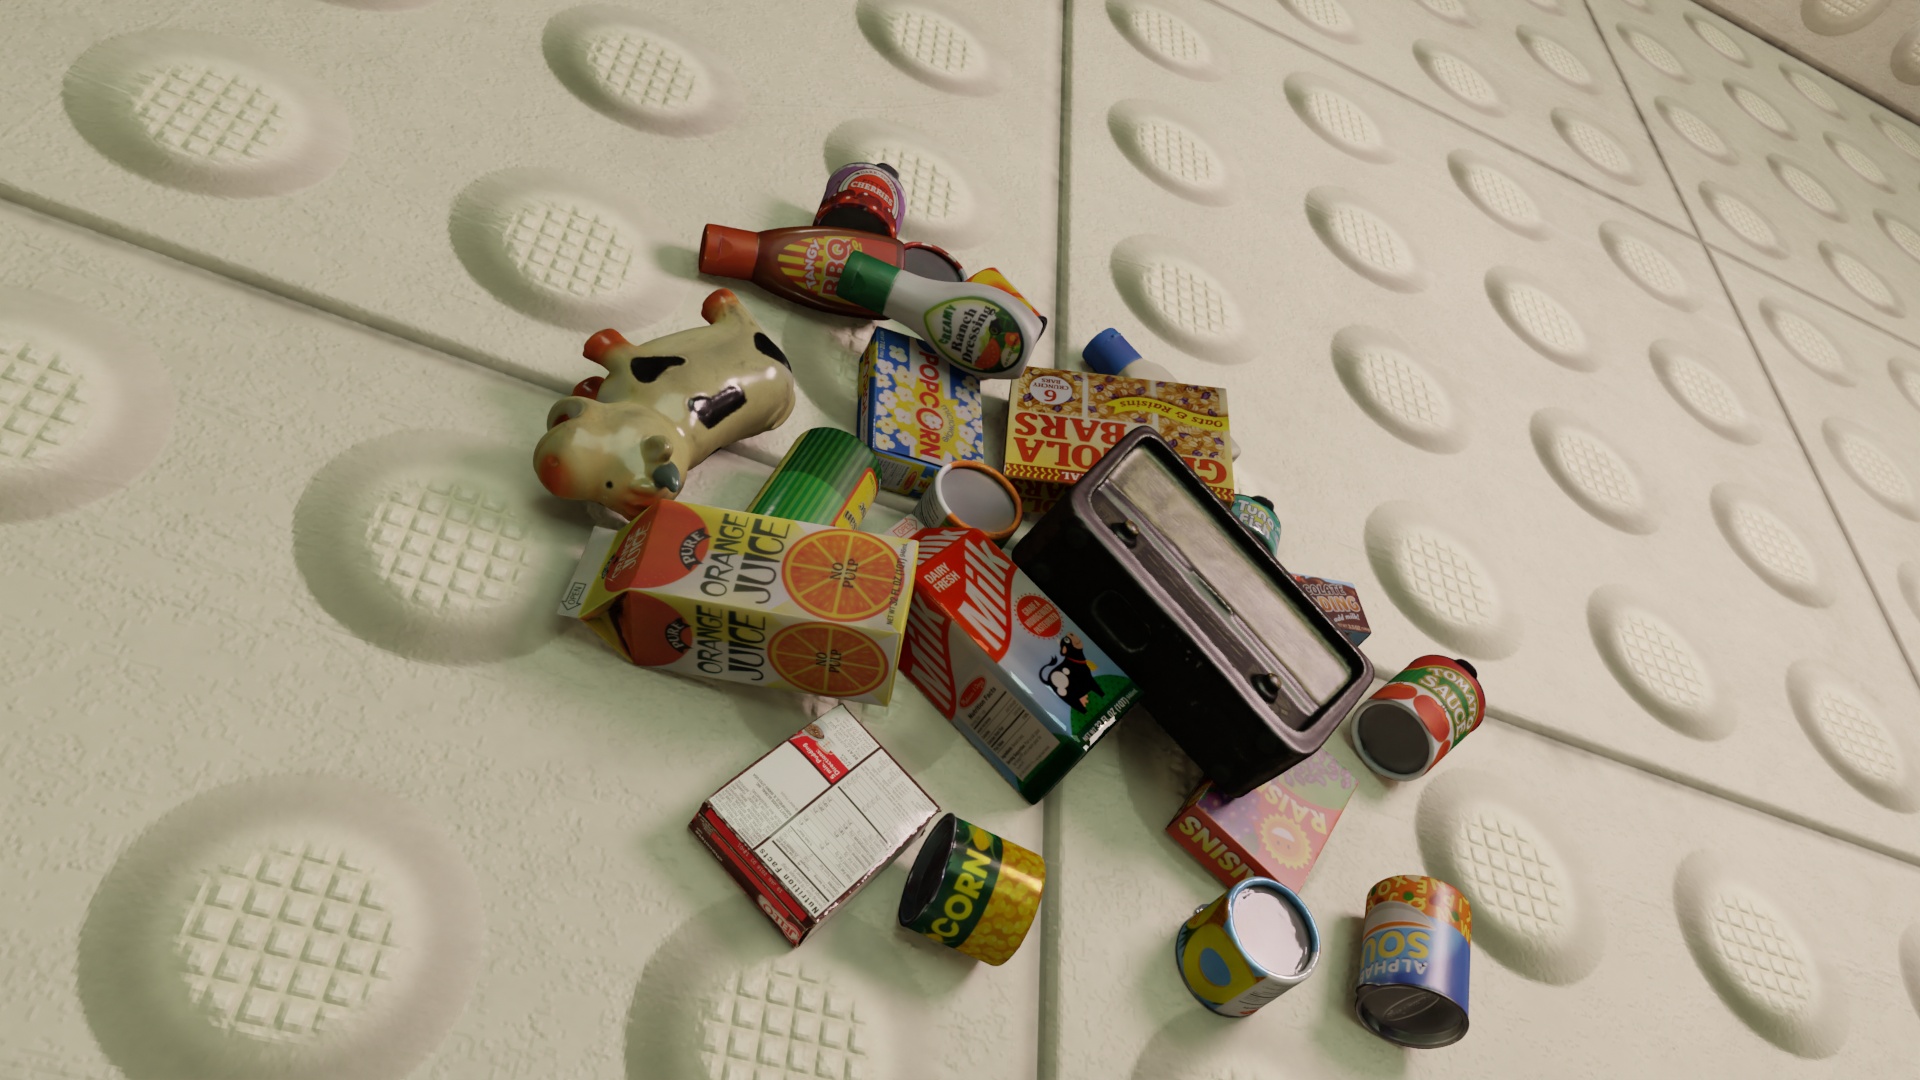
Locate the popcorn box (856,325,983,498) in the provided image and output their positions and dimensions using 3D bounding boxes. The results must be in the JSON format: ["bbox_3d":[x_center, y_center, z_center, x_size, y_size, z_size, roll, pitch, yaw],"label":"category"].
[{"bbox_3d":[-0.029,-0.089,1.001,0.085,0.038,0.127,15,48,-19],"label":"popcorn box"}]

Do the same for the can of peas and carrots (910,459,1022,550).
[{"bbox_3d":[0.003,-0.012,0.941,0.071,0.058,0.071,16,48,-19],"label":"can of peas and carrots"}]

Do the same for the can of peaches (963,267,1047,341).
[{"bbox_3d":[0.023,-0.168,1.080,0.058,0.071,0.071,48,46,13],"label":"can of peaches"}]

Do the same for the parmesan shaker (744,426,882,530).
[{"bbox_3d":[-0.096,-0.019,0.878,0.071,0.071,0.103,31,44,-4],"label":"parmesan shaker"}]

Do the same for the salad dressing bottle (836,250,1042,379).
[{"bbox_3d":[-0.016,-0.165,1.005,0.148,0.064,0.044,23,23,0],"label":"salad dressing bottle"}]

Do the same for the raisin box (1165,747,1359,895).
[{"bbox_3d":[0.200,0.174,0.915,0.086,0.040,0.124,42,43,6],"label":"raisin box"}]

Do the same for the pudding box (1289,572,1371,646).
[{"bbox_3d":[0.268,0.054,1.063,0.084,0.030,0.050,10,49,-24],"label":"pudding box"}]

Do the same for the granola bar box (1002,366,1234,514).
[{"bbox_3d":[0.115,-0.069,1.033,0.166,0.038,0.125,6,47,-1],"label":"granola bar box"}]

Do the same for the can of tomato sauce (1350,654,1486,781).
[{"bbox_3d":[0.335,0.128,1.012,0.083,0.070,0.071,-25,69,-41],"label":"can of tomato sauce"}]

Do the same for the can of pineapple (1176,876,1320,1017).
[{"bbox_3d":[0.170,0.240,0.828,0.071,0.057,0.071,16,47,-18],"label":"can of pineapple"}]

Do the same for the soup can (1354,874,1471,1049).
[{"bbox_3d":[0.283,0.261,0.871,0.071,0.071,0.084,30,44,-6],"label":"soup can"}]

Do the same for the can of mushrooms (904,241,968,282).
[{"bbox_3d":[-0.031,-0.204,1.101,0.071,0.033,0.071,16,48,-19],"label":"can of mushrooms"}]

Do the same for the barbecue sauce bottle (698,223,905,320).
[{"bbox_3d":[-0.118,-0.205,1.035,0.149,0.043,0.065,7,93,-18],"label":"barbecue sauce bottle"}]

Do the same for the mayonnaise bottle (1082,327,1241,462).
[{"bbox_3d":[0.159,-0.110,1.130,0.065,0.041,0.148,-24,67,-43],"label":"mayonnaise bottle"}]

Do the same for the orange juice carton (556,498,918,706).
[{"bbox_3d":[-0.126,0.032,0.797,0.193,0.072,0.072,10,48,-1],"label":"orange juice carton"}]

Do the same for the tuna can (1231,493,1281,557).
[{"bbox_3d":[0.208,-0.002,1.045,0.071,0.070,0.033,29,46,-6],"label":"tuna can"}]

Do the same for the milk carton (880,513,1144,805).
[{"bbox_3d":[0.014,0.063,0.873,0.191,0.073,0.073,44,45,10],"label":"milk carton"}]

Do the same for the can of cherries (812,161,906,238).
[{"bbox_3d":[-0.078,-0.255,1.088,0.071,0.071,0.059,23,46,-12],"label":"can of cherries"}]

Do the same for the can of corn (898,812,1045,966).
[{"bbox_3d":[0.007,0.193,0.763,0.058,0.070,0.071,27,45,-10],"label":"can of corn"}]
